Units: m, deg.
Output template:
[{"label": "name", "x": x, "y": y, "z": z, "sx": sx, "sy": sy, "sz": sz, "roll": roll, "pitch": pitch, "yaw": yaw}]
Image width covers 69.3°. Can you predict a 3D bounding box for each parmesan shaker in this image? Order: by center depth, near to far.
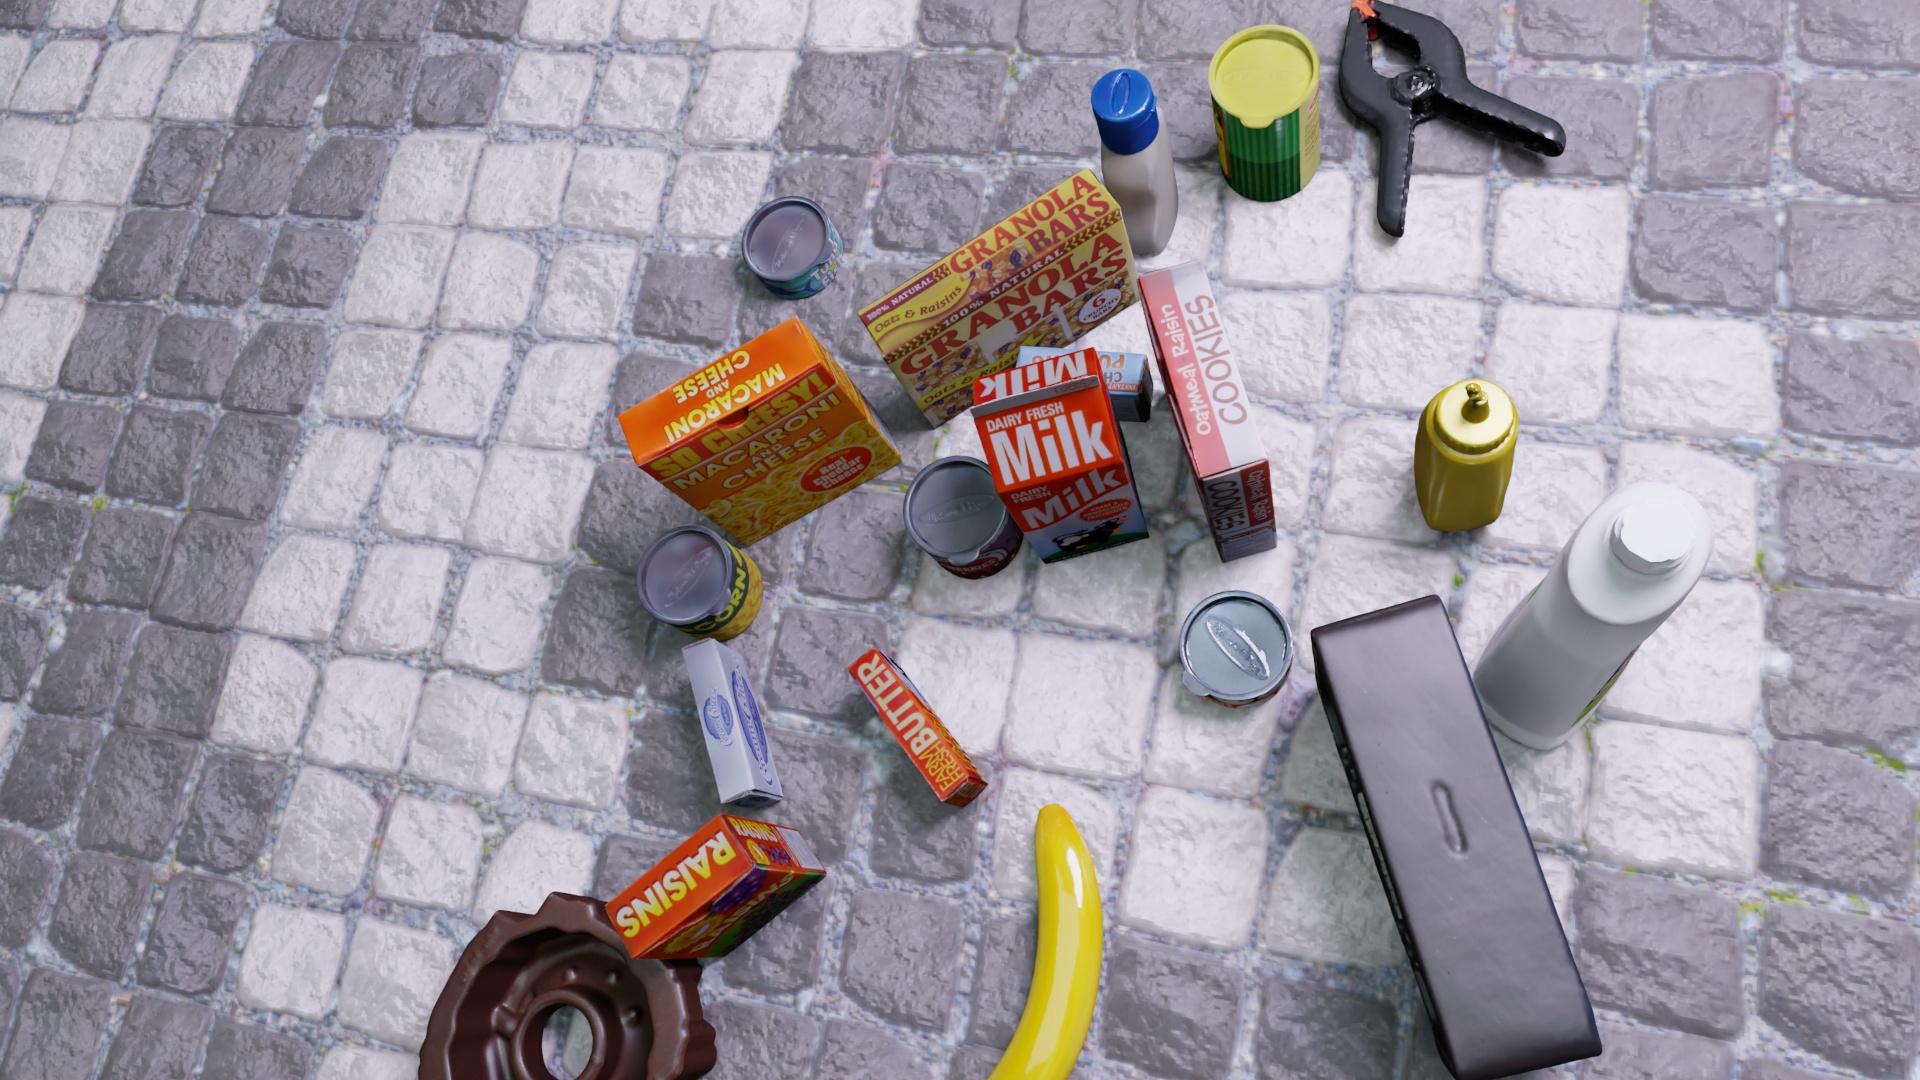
[{"label": "parmesan shaker", "x": 0.194, "y": -0.266, "z": 0.884, "sx": 0.071, "sy": 0.103, "sz": 0.071, "roll": -4, "pitch": 73, "yaw": 13}]

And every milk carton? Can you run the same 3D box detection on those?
[{"label": "milk carton", "x": 0.059, "y": -0.051, "z": 0.805, "sx": 0.072, "sy": 0.190, "sz": 0.073, "roll": -15, "pitch": 71, "yaw": 10}]

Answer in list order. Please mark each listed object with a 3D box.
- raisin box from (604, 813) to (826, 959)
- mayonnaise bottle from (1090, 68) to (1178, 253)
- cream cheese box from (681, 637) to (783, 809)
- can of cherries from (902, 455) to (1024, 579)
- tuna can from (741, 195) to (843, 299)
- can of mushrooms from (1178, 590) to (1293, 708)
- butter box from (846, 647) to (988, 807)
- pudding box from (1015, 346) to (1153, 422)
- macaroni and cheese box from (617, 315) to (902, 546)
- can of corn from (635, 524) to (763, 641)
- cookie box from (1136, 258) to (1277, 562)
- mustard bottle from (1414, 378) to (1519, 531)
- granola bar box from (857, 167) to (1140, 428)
[{"label": "raisin box", "x": -0.140, "y": 0.205, "z": 0.813, "sx": 0.086, "sy": 0.123, "sz": 0.040, "roll": -38, "pitch": 69, "yaw": 1}, {"label": "mayonnaise bottle", "x": 0.110, "y": -0.239, "z": 0.872, "sx": 0.041, "sy": 0.148, "sz": 0.065, "roll": 7, "pitch": 76, "yaw": 16}, {"label": "cream cheese box", "x": -0.144, "y": 0.117, "z": 0.879, "sx": 0.024, "sy": 0.053, "sz": 0.104, "roll": -22, "pitch": 70, "yaw": 7}, {"label": "can of cherries", "x": 0.003, "y": -0.011, "z": 0.878, "sx": 0.071, "sy": 0.058, "sz": 0.071, "roll": -4, "pitch": 73, "yaw": 13}, {"label": "tuna can", "x": -0.116, "y": -0.206, "z": 0.981, "sx": 0.071, "sy": 0.032, "sz": 0.071, "roll": -4, "pitch": 73, "yaw": 13}, {"label": "can of mushrooms", "x": 0.163, "y": 0.067, "z": 0.827, "sx": 0.071, "sy": 0.033, "sz": 0.071, "roll": -4, "pitch": 73, "yaw": 13}, {"label": "butter box", "x": -0.026, "y": 0.115, "z": 0.850, "sx": 0.024, "sy": 0.053, "sz": 0.104, "roll": -39, "pitch": 68, "yaw": 1}, {"label": "pudding box", "x": 0.079, "y": -0.100, "z": 0.891, "sx": 0.084, "sy": 0.049, "sz": 0.030, "roll": 5, "pitch": 75, "yaw": 16}, {"label": "macaroni and cheese box", "x": -0.118, "y": -0.062, "z": 0.866, "sx": 0.124, "sy": 0.166, "sz": 0.040, "roll": -29, "pitch": 69, "yaw": 5}, {"label": "can of corn", "x": -0.167, "y": 0.031, "z": 0.908, "sx": 0.071, "sy": 0.058, "sz": 0.071, "roll": -4, "pitch": 73, "yaw": 13}, {"label": "cookie box", "x": 0.144, "y": -0.069, "z": 0.802, "sx": 0.040, "sy": 0.167, "sz": 0.123, "roll": -17, "pitch": 70, "yaw": 9}, {"label": "mustard bottle", "x": 0.279, "y": -0.052, "z": 0.766, "sx": 0.049, "sy": 0.160, "sz": 0.065, "roll": -7, "pitch": 73, "yaw": 12}, {"label": "granola bar box", "x": 0.029, "y": -0.150, "z": 0.878, "sx": 0.165, "sy": 0.124, "sz": 0.039, "roll": -32, "pitch": 69, "yaw": 3}]
